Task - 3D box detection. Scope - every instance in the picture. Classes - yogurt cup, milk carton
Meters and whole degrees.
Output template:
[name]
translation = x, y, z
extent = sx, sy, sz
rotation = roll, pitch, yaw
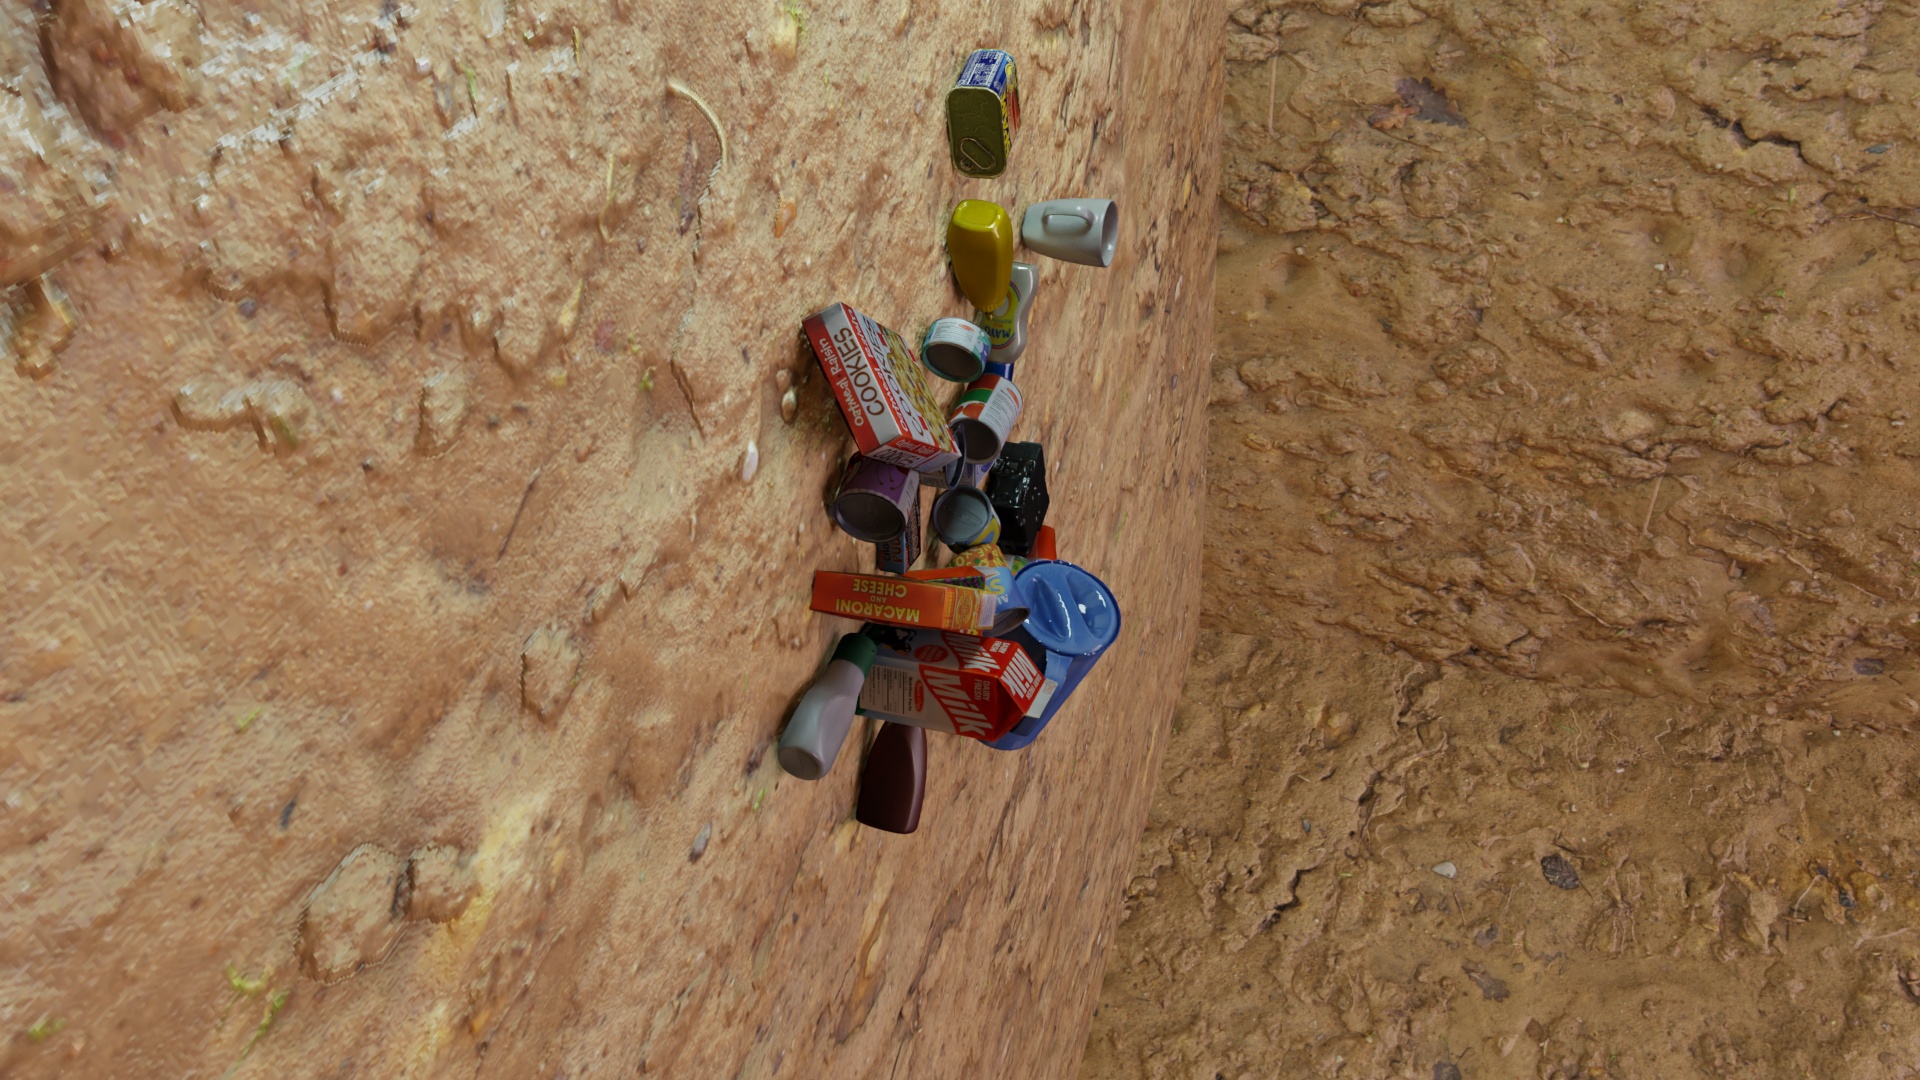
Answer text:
[yogurt cup]
translation = 0.097, 0.010, 1.839
extent = 0.072, 0.072, 0.054
rotation = 48, 44, -69
[milk carton]
translation = -0.008, 0.134, 1.314
extent = 0.073, 0.190, 0.073
rotation = -51, 146, -60

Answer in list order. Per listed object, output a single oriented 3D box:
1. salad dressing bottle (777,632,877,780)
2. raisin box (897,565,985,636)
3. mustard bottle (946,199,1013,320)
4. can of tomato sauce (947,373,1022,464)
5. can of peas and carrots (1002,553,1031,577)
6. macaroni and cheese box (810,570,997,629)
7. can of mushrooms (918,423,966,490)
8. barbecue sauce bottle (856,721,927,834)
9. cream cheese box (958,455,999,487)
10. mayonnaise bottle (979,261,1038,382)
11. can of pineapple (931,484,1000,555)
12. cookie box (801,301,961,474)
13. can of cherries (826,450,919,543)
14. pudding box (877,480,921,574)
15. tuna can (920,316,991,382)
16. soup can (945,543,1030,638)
[salad dressing bottle]
translation = -0.114, 0.143, 1.226
extent = 0.148, 0.044, 0.064
rotation = -65, 155, -47
[raisin box]
translation = -0.022, 0.092, 1.434
extent = 0.040, 0.086, 0.123
rotation = 32, -58, 59
[mustard bottle]
translation = 0.024, -0.286, 1.454
extent = 0.159, 0.065, 0.049
rotation = 82, 28, -59
[can of tomato sauce]
translation = 0.024, -0.132, 1.521
extent = 0.083, 0.071, 0.070
rotation = -64, 156, -45
[can of peas and carrots]
translation = 0.060, 0.058, 1.724
extent = 0.070, 0.071, 0.059
rotation = 72, 31, -56
[macaroni and cheese box]
translation = -0.047, 0.056, 1.264
extent = 0.166, 0.124, 0.040
rotation = 10, 88, -73
[can of mushrooms]
translation = -0.019, -0.089, 1.451
extent = 0.071, 0.033, 0.071
rotation = 7, 91, -73
[barbecue sauce bottle]
translation = -0.061, 0.214, 1.391
extent = 0.043, 0.065, 0.148
rotation = 13, 88, -66
[cream cheese box]
translation = 0.022, -0.103, 1.596
extent = 0.104, 0.024, 0.053
rotation = -55, 148, -57
[mayonnaise bottle]
translation = 0.048, -0.238, 1.559
extent = 0.041, 0.065, 0.147
rotation = -33, 133, -65
[can of pineapple]
translation = 0.005, -0.019, 1.512
extent = 0.057, 0.071, 0.071
rotation = 57, 43, -66
[cookie box]
translation = -0.064, -0.124, 1.166
extent = 0.123, 0.040, 0.167
rotation = 64, 14, 9
[can of cherries]
translation = -0.076, -0.041, 1.221
extent = 0.071, 0.071, 0.059
rotation = 79, 19, -48
[pudding box]
translation = -0.060, -0.015, 1.352
extent = 0.050, 0.030, 0.083
rotation = -50, 145, -59
[tuna can]
translation = -0.004, -0.189, 1.394
extent = 0.070, 0.071, 0.033
rotation = 73, 31, -55
[soup can]
translation = 0.027, 0.054, 1.495
extent = 0.084, 0.071, 0.071
rotation = 64, 4, 23
